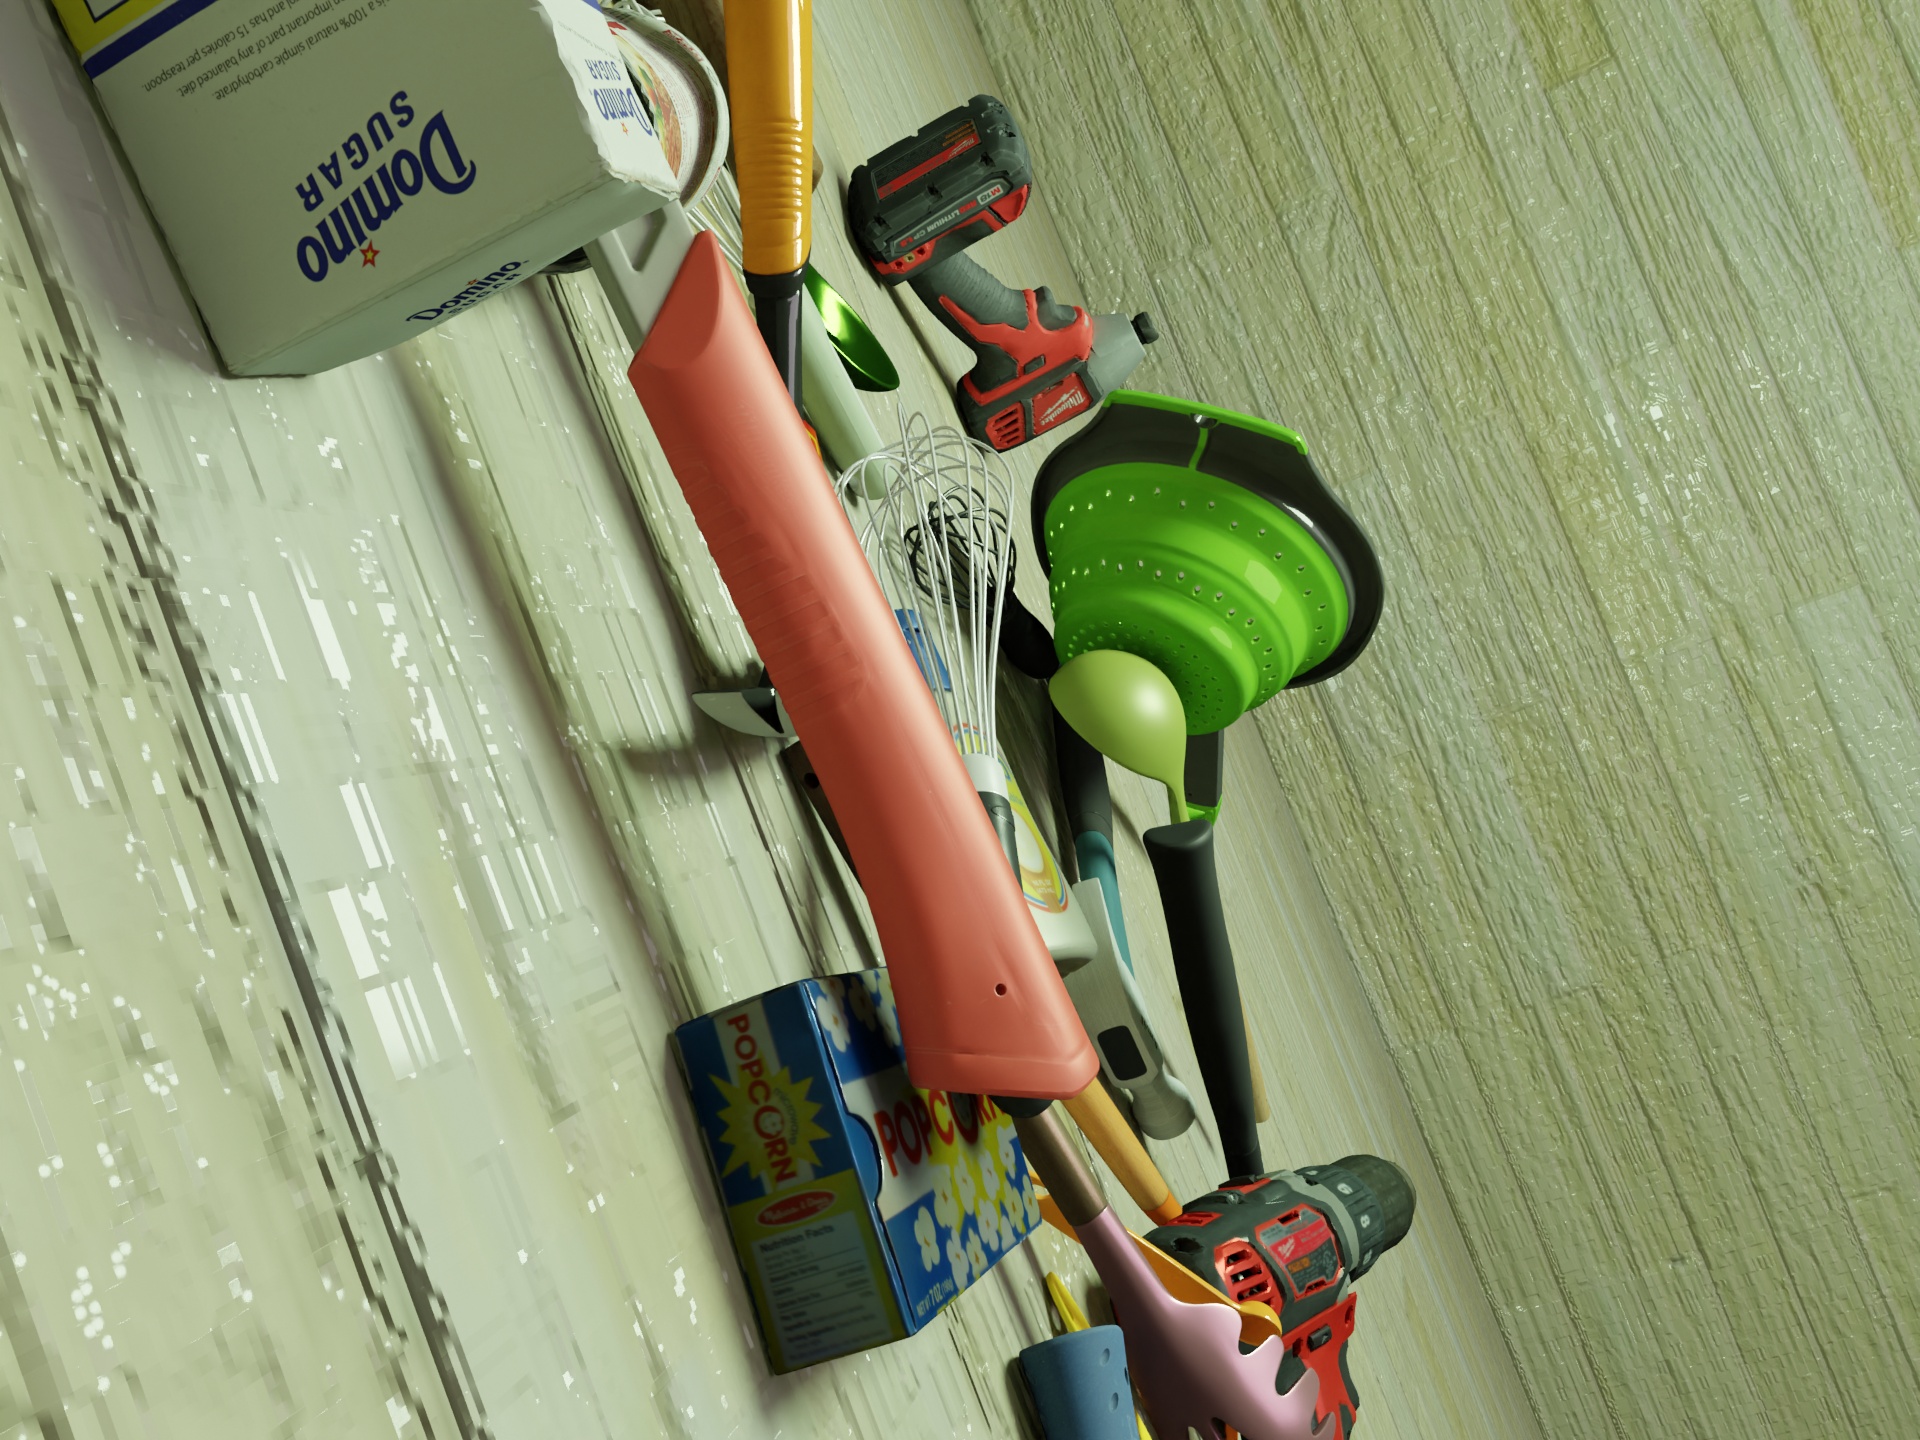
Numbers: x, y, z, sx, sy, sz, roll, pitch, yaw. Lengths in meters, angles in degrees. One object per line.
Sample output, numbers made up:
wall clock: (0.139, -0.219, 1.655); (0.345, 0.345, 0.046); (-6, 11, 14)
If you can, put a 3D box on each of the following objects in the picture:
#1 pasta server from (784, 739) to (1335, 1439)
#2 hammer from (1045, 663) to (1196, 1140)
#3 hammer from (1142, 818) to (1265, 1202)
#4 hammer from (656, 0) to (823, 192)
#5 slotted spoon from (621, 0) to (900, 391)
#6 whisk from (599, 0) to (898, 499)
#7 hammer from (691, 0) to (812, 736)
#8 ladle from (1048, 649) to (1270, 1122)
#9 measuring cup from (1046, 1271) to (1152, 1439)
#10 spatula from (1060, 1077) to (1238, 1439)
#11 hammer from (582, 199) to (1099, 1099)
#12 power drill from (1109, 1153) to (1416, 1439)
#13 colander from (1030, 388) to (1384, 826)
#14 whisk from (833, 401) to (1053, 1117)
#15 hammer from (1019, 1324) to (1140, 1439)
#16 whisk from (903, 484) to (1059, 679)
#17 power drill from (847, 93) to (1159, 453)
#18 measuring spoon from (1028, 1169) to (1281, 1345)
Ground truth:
pasta server: (0.031, 0.140, 0.537); (0.316, 0.060, 0.040); (59, 19, -3)
hammer: (0.073, 0.063, 0.879); (0.331, 0.033, 0.128); (-93, 158, -54)
hammer: (0.131, 0.190, 0.763); (0.146, 0.035, 0.334); (-86, 163, -61)
hammer: (-0.126, -0.327, 0.540); (0.331, 0.031, 0.130); (65, -22, 3)
slotted spoon: (-0.115, -0.276, 0.701); (0.313, 0.031, 0.070); (59, 16, -26)
whisk: (-0.080, -0.185, 0.656); (0.058, 0.059, 0.246); (42, -13, 45)
hammer: (-0.057, -0.163, 0.469); (0.127, 0.034, 0.337); (-39, 126, -87)
ladle: (0.118, 0.102, 0.865); (0.078, 0.062, 0.320); (-91, 164, -62)
measuring cup: (0.059, 0.267, 0.543); (0.157, 0.029, 0.062); (60, 6, 22)
spatula: (0.062, 0.188, 0.669); (0.322, 0.041, 0.081); (57, 18, -24)
hammer: (-0.048, -0.072, 0.394); (0.037, 0.149, 0.359); (-19, -82, 61)
power drill: (0.161, 0.293, 0.643); (0.187, 0.080, 0.227); (-3, 68, -48)
colander: (0.126, -0.013, 0.928); (0.396, 0.204, 0.094); (78, 34, -55)
whisk: (-0.001, -0.002, 0.521); (0.070, 0.070, 0.285); (53, 20, -47)
hammer: (0.080, 0.372, 0.416); (0.144, 0.035, 0.406); (45, 27, -59)
whisk: (0.021, -0.065, 0.854); (0.238, 0.055, 0.055); (45, 27, -68)
power drill: (0.033, -0.282, 1.035); (0.219, 0.143, 0.079); (51, 19, -44)
measuring spoon: (0.065, 0.189, 0.569); (0.117, 0.021, 0.011); (33, 41, -3)
